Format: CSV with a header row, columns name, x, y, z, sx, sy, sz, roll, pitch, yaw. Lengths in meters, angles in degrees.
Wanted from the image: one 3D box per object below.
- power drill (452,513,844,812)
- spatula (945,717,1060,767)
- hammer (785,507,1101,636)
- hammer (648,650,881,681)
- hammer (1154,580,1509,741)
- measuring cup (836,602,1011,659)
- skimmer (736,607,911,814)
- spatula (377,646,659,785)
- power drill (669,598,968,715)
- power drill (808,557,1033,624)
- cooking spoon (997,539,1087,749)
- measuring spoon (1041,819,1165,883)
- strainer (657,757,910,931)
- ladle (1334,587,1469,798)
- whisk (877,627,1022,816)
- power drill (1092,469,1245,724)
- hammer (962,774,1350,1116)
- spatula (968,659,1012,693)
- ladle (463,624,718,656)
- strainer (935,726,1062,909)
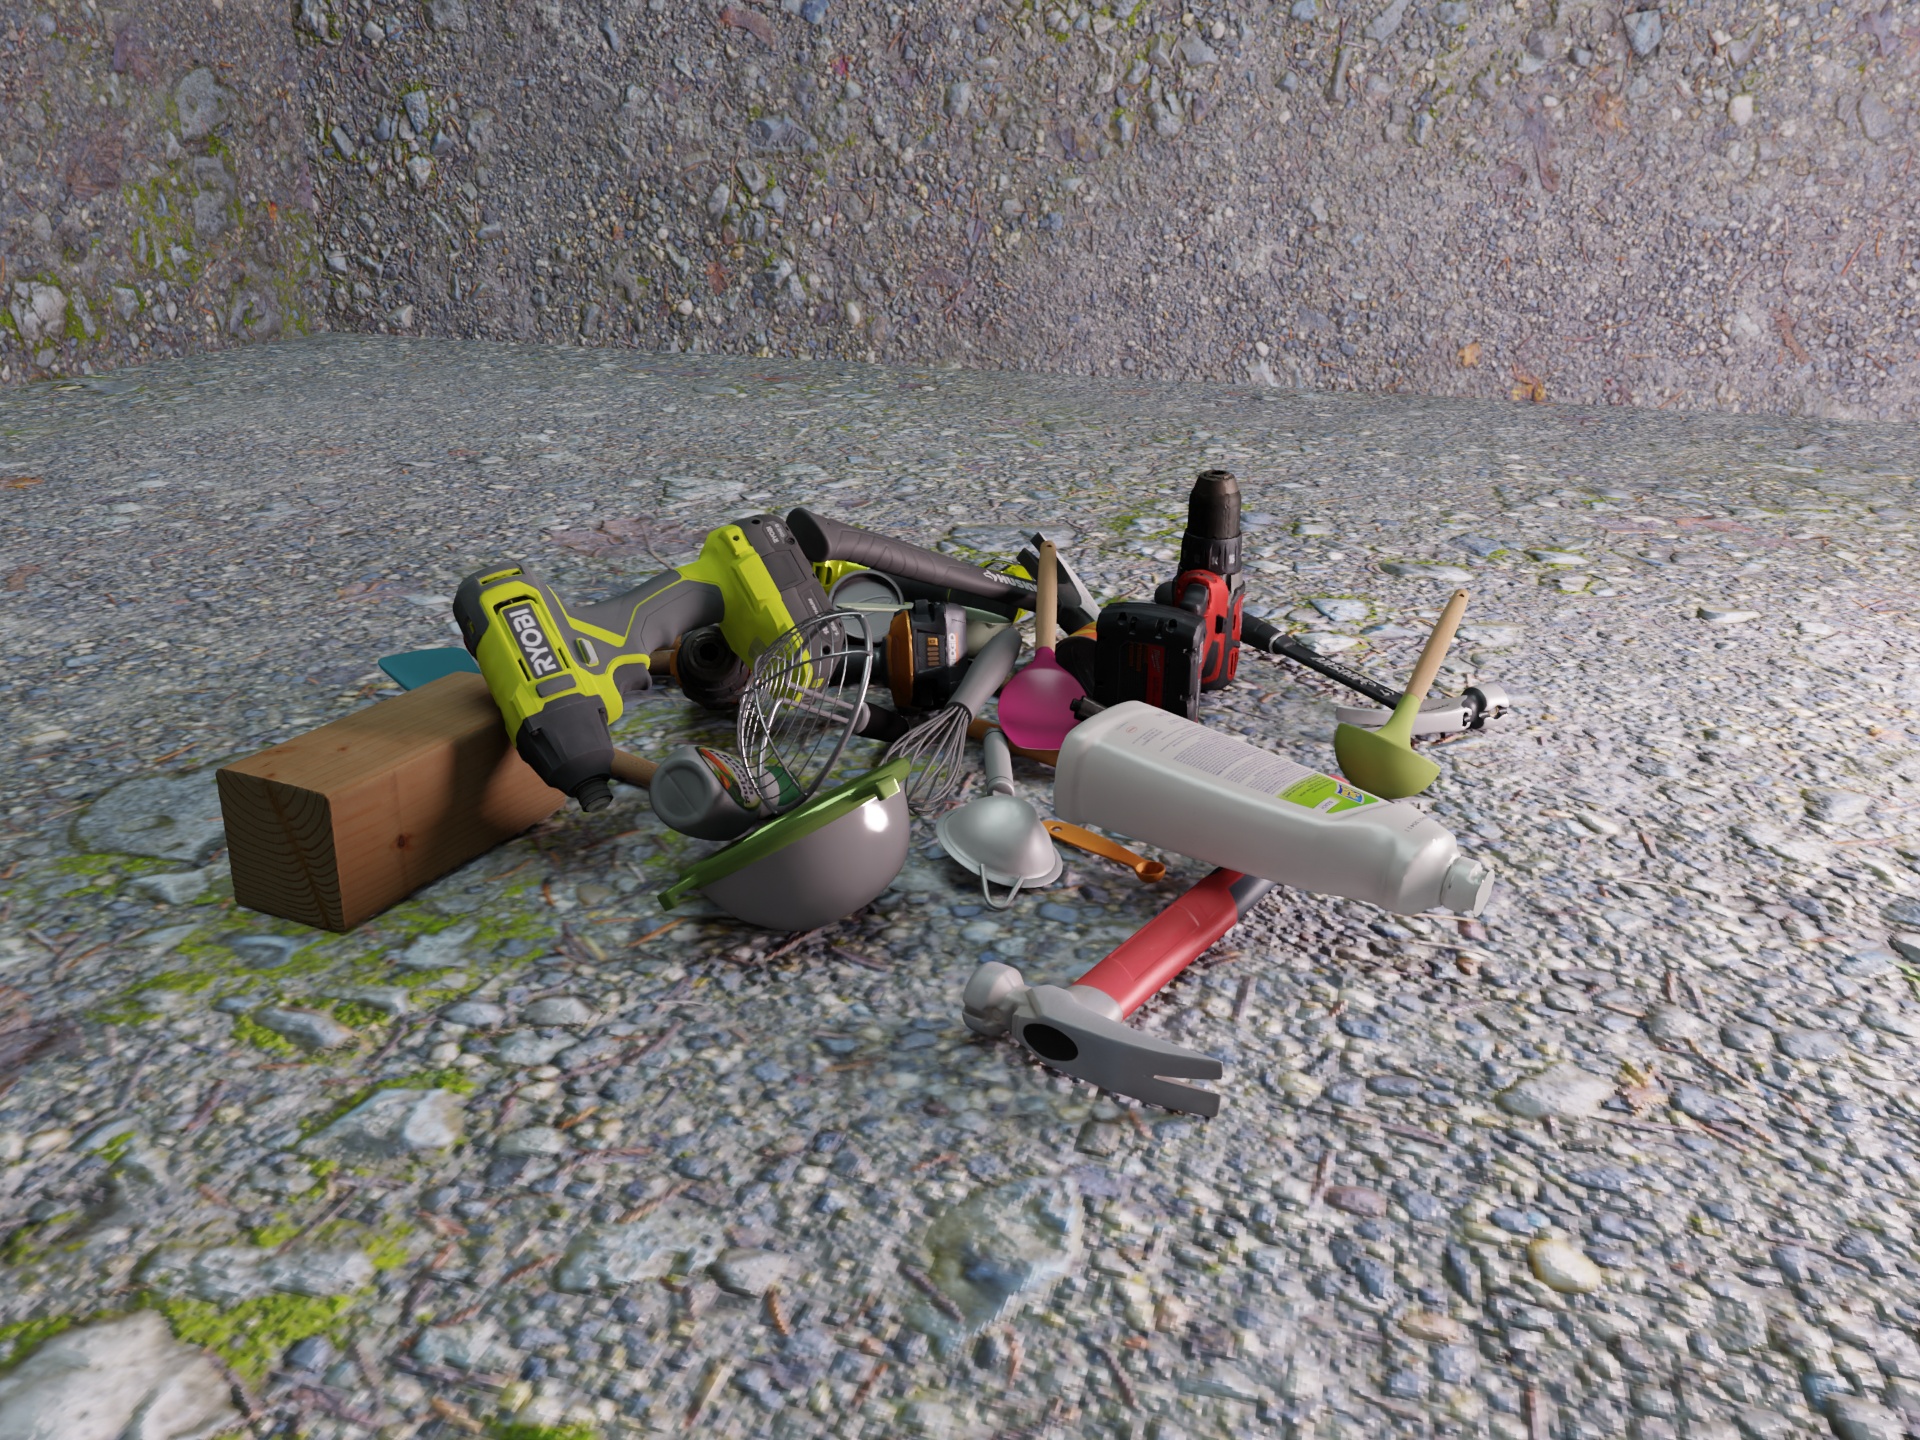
name,x,y,z,sx,sy,sz,roll,pitch,yaw
power drill,-0.198,-0.042,1.054,0.223,0.080,0.171,-21,72,-30
spatula,0.104,0.028,1.152,0.081,0.041,0.323,-21,27,-40
hammer,-0.008,-0.126,1.327,0.334,0.035,0.146,11,41,-43
hammer,-0.189,-0.047,1.357,0.331,0.031,0.130,1,20,-1
hammer,0.290,-0.062,1.420,0.149,0.036,0.409,-9,22,-23
measuring cup,-0.034,-0.078,1.362,0.167,0.038,0.083,2,15,-32
skimmer,-0.061,0.004,1.050,0.090,0.127,0.363,23,0,13
spatula,-0.312,0.002,1.199,0.318,0.044,0.082,16,18,33
power drill,-0.109,-0.047,1.223,0.226,0.084,0.185,-2,-4,-6
power drill,-0.041,-0.136,1.531,0.228,0.080,0.190,11,14,9
cooking spoon,0.069,-0.066,1.279,0.069,0.017,0.319,2,34,3
measuring spoon,0.091,0.086,1.047,0.021,0.011,0.117,-18,24,-33
strainer,-0.079,0.081,0.986,0.151,0.069,0.256,-27,0,7
ladle,0.360,-0.037,1.235,0.078,0.062,0.320,26,40,14
whisk,-0.001,-0.003,1.154,0.055,0.055,0.239,9,36,20
power drill,0.179,-0.087,1.272,0.080,0.187,0.227,10,26,20
hammer,0.166,0.112,0.939,0.143,0.038,0.386,16,25,31
spatula,-0.032,-0.061,1.422,0.059,0.018,0.316,-15,25,-35
ladle,-0.253,-0.067,1.323,0.315,0.031,0.069,-8,25,-30
strainer,0.027,0.049,1.083,0.087,0.050,0.259,18,19,-7
